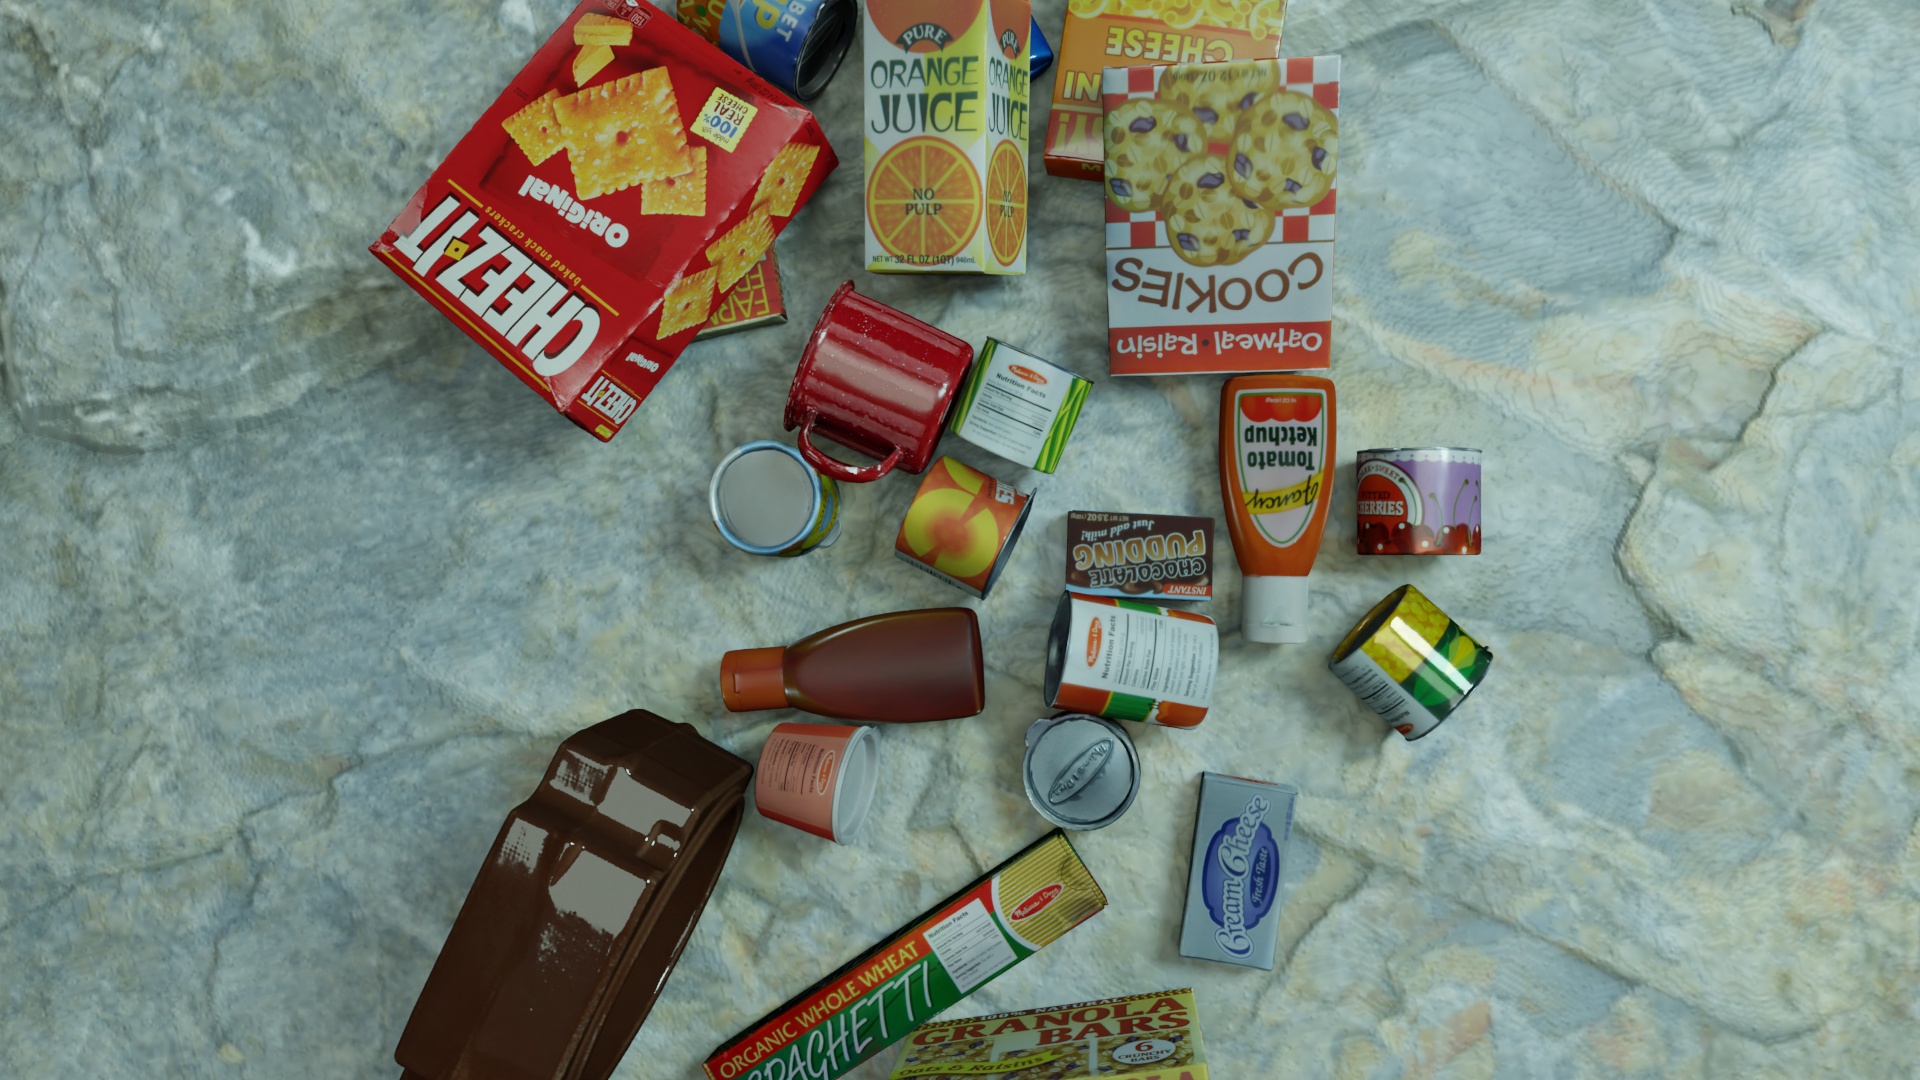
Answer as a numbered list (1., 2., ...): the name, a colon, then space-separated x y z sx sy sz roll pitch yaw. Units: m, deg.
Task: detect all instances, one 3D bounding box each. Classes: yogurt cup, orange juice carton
1. yogurt cup: -0.082 0.135 0.792 0.054 0.072 0.072 9 90 14
2. orange juice carton: -0.007 -0.243 0.765 0.072 0.073 0.192 5 101 21

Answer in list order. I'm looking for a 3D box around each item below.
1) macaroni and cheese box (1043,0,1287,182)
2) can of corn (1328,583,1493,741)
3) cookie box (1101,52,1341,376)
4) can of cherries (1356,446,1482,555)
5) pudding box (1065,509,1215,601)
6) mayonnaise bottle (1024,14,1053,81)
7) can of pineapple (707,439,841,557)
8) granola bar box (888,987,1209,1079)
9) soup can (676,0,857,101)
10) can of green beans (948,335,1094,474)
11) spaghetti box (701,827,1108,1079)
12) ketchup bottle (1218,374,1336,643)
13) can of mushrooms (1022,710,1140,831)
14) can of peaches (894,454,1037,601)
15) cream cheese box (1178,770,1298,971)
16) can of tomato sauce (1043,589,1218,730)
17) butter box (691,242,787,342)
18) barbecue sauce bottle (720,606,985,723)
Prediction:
1. macaroni and cheese box: 0.120 -0.288 0.795 0.124 0.040 0.166 9 90 6
2. can of corn: 0.247 0.064 0.760 0.058 0.071 0.071 42 93 5
3. cookie box: 0.141 -0.176 0.761 0.123 0.040 0.166 -1 110 7
4. can of cherries: 0.248 -0.020 0.760 0.071 0.071 0.058 1 90 6
5. pudding box: 0.102 0.009 0.793 0.084 0.030 0.049 3 90 6
6. mayonnaise bottle: 0.005 -0.335 0.807 0.065 0.041 0.148 -29 86 8
7. can of pineapple: -0.105 -0.023 0.801 0.071 0.058 0.071 0 88 5
8. granola bar box: 0.049 0.287 0.743 0.165 0.124 0.039 -10 88 6
9. soup can: -0.112 -0.307 0.804 0.084 0.071 0.071 31 92 6
10. can of green beans: 0.034 -0.076 0.782 0.071 0.071 0.057 24 97 6
11. spaghetti box: -0.033 0.253 0.800 0.250 0.028 0.050 -34 86 4
12. ketchup bottle: 0.177 -0.017 0.780 0.065 0.043 0.148 1 89 5
13. can of mushrooms: 0.067 0.128 0.791 0.071 0.033 0.071 0 89 6
14. can of peaches: 0.003 -0.010 0.786 0.058 0.071 0.071 26 91 7
15. cream cheese box: 0.156 0.186 0.785 0.053 0.024 0.103 8 89 6
16. can of tomato sauce: 0.093 0.067 0.770 0.083 0.071 0.071 10 90 -4
17. butter box: -0.157 -0.146 0.827 0.103 0.024 0.053 -12 88 6
18. barbecue sauce bottle: -0.062 0.075 0.801 0.148 0.043 0.065 -5 88 6
